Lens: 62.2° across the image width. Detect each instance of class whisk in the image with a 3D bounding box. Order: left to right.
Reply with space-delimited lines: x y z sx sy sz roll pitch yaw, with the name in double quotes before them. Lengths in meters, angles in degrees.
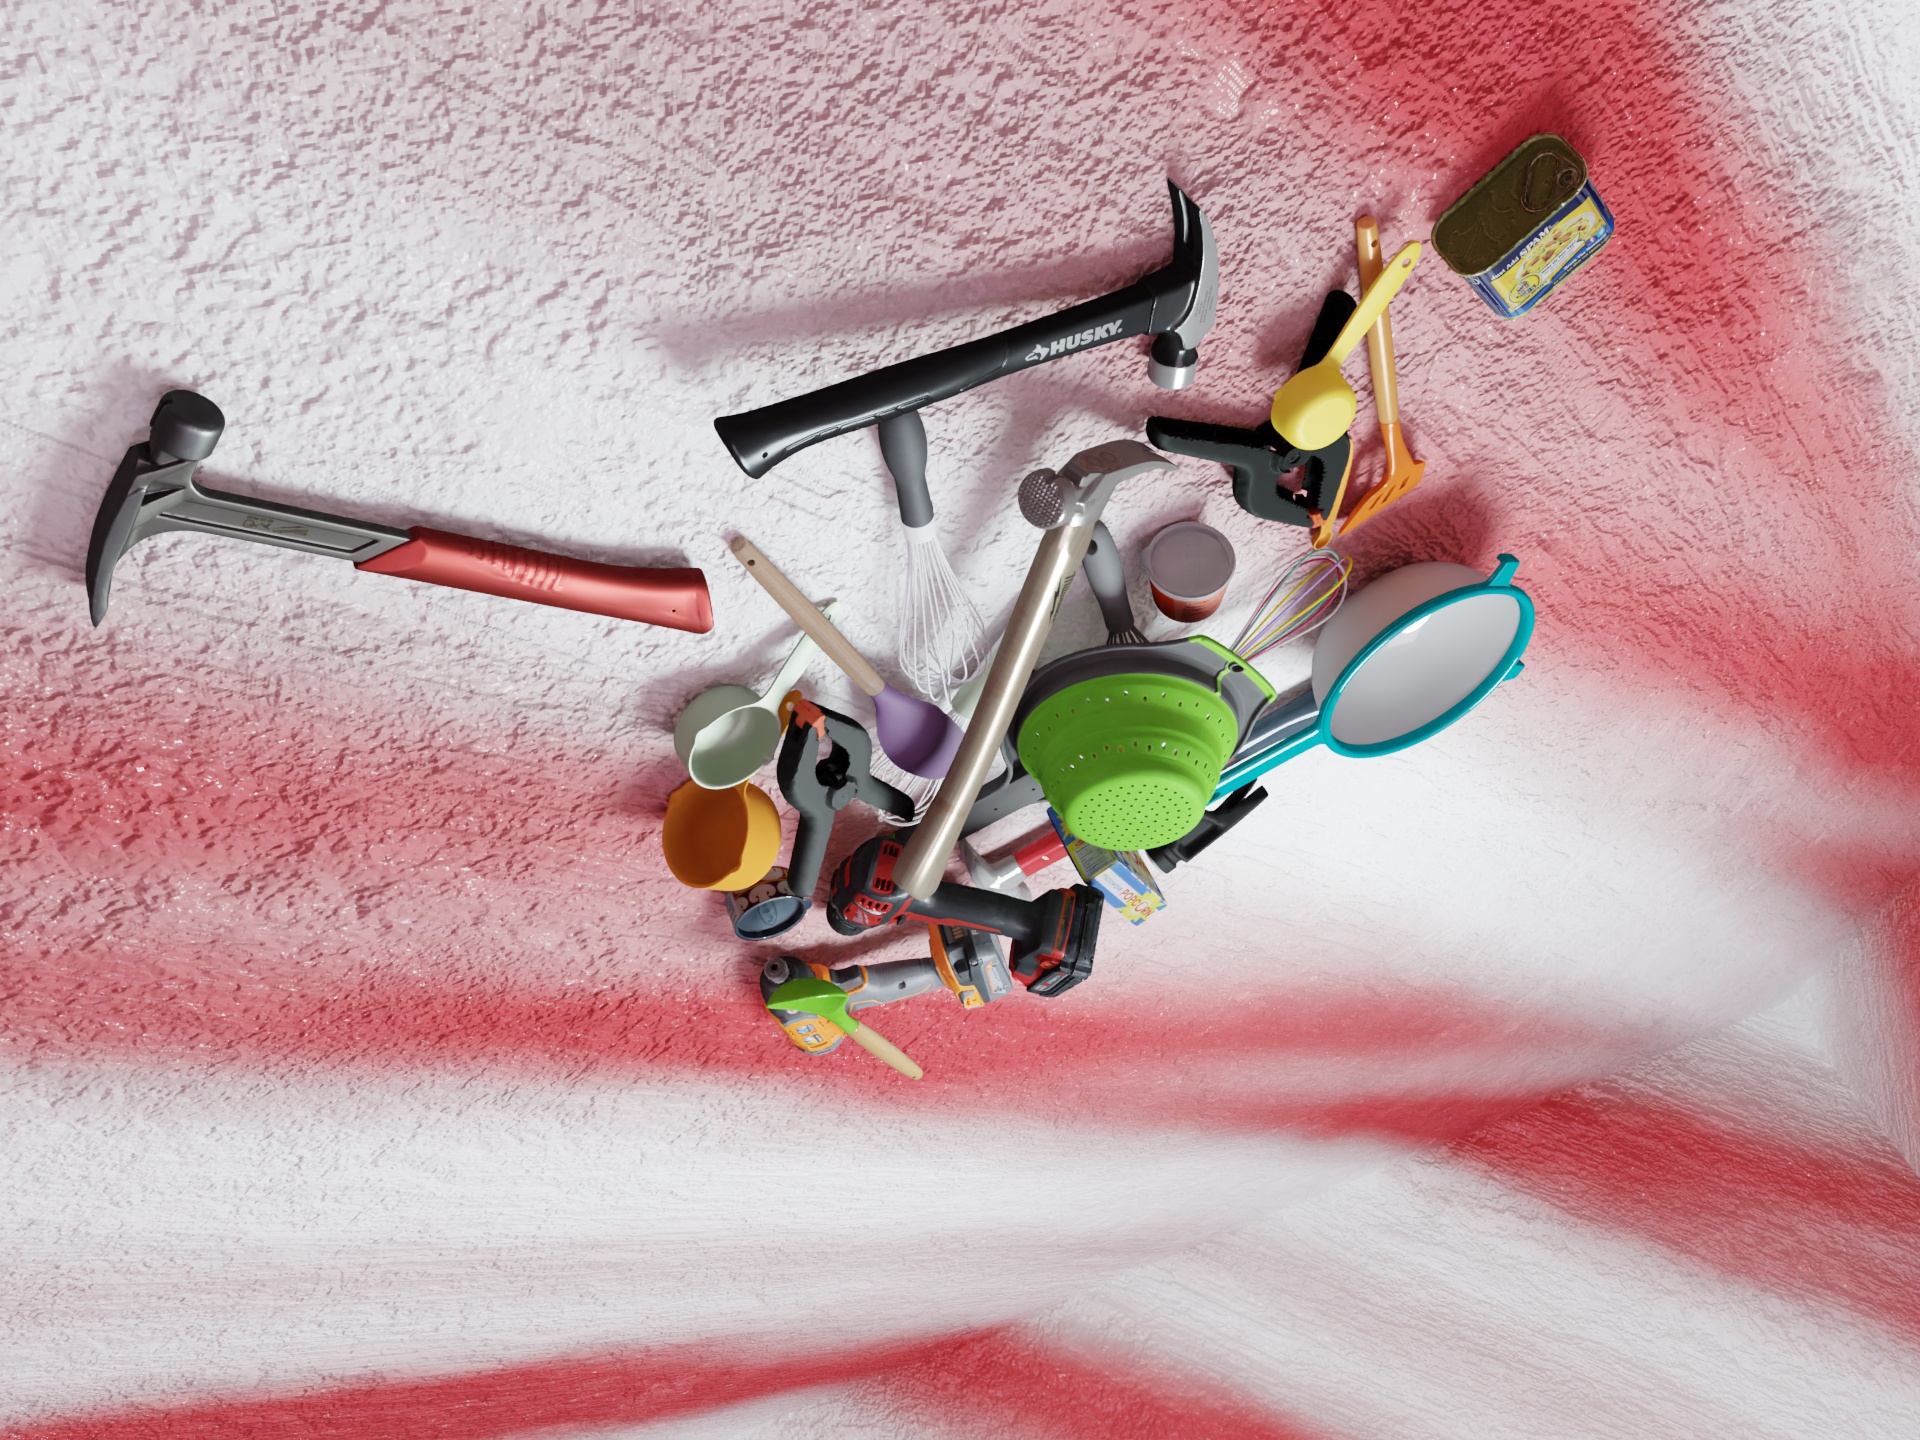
"whisk" -0.024 -0.112 1.088 0.070 0.070 0.284 -21 142 -9
"whisk" -0.002 -0.004 1.264 0.246 0.059 0.058 -53 179 29
"whisk" 0.122 -0.079 1.247 0.055 0.055 0.238 -26 143 -1
"whisk" 0.231 -0.054 1.320 0.245 0.047 0.051 -43 137 3

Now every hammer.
"hammer" -0.305 -0.088 0.934 0.358 0.037 0.149 9 133 -42
"hammer" 0.011 -0.217 0.948 0.335 0.035 0.146 -22 147 -19
"hammer" 0.036 -0.022 1.169 0.146 0.038 0.410 -26 148 -46
"hammer" 0.143 0.032 1.380 0.127 0.034 0.336 -40 137 14
"hammer" 0.182 0.058 1.485 0.386 0.038 0.143 -29 146 4

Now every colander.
"colander" 0.074 0.072 1.293 0.397 0.095 0.204 -30 134 33

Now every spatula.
"spatula" -0.076 -0.036 1.149 0.060 0.018 0.315 -30 140 10
"spatula" 0.305 -0.243 1.162 0.081 0.041 0.322 -34 143 -4

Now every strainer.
"strainer" 0.332 -0.037 1.401 0.340 0.095 0.210 -30 146 3

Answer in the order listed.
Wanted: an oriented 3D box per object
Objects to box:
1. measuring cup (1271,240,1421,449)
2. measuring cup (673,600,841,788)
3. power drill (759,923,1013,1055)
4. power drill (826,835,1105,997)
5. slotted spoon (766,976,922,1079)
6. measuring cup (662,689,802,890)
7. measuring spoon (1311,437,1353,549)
"measuring cup" 0.267 -0.248 1.068 0.062 0.029 0.156 4 133 -34
"measuring cup" -0.145 -0.026 1.145 0.167 0.038 0.083 -53 145 9
"power drill" -0.076 0.238 1.504 0.226 0.084 0.164 -18 148 2
"power drill" -0.007 0.173 1.387 0.226 0.080 0.188 17 157 -9
"slotted spoon" -0.095 0.292 1.485 0.070 0.031 0.313 -12 151 15
"measuring cup" -0.156 0.053 1.213 0.173 0.095 0.052 -56 146 9
"measuring spoon" 0.293 -0.180 1.257 0.021 0.011 0.116 -28 146 -21
